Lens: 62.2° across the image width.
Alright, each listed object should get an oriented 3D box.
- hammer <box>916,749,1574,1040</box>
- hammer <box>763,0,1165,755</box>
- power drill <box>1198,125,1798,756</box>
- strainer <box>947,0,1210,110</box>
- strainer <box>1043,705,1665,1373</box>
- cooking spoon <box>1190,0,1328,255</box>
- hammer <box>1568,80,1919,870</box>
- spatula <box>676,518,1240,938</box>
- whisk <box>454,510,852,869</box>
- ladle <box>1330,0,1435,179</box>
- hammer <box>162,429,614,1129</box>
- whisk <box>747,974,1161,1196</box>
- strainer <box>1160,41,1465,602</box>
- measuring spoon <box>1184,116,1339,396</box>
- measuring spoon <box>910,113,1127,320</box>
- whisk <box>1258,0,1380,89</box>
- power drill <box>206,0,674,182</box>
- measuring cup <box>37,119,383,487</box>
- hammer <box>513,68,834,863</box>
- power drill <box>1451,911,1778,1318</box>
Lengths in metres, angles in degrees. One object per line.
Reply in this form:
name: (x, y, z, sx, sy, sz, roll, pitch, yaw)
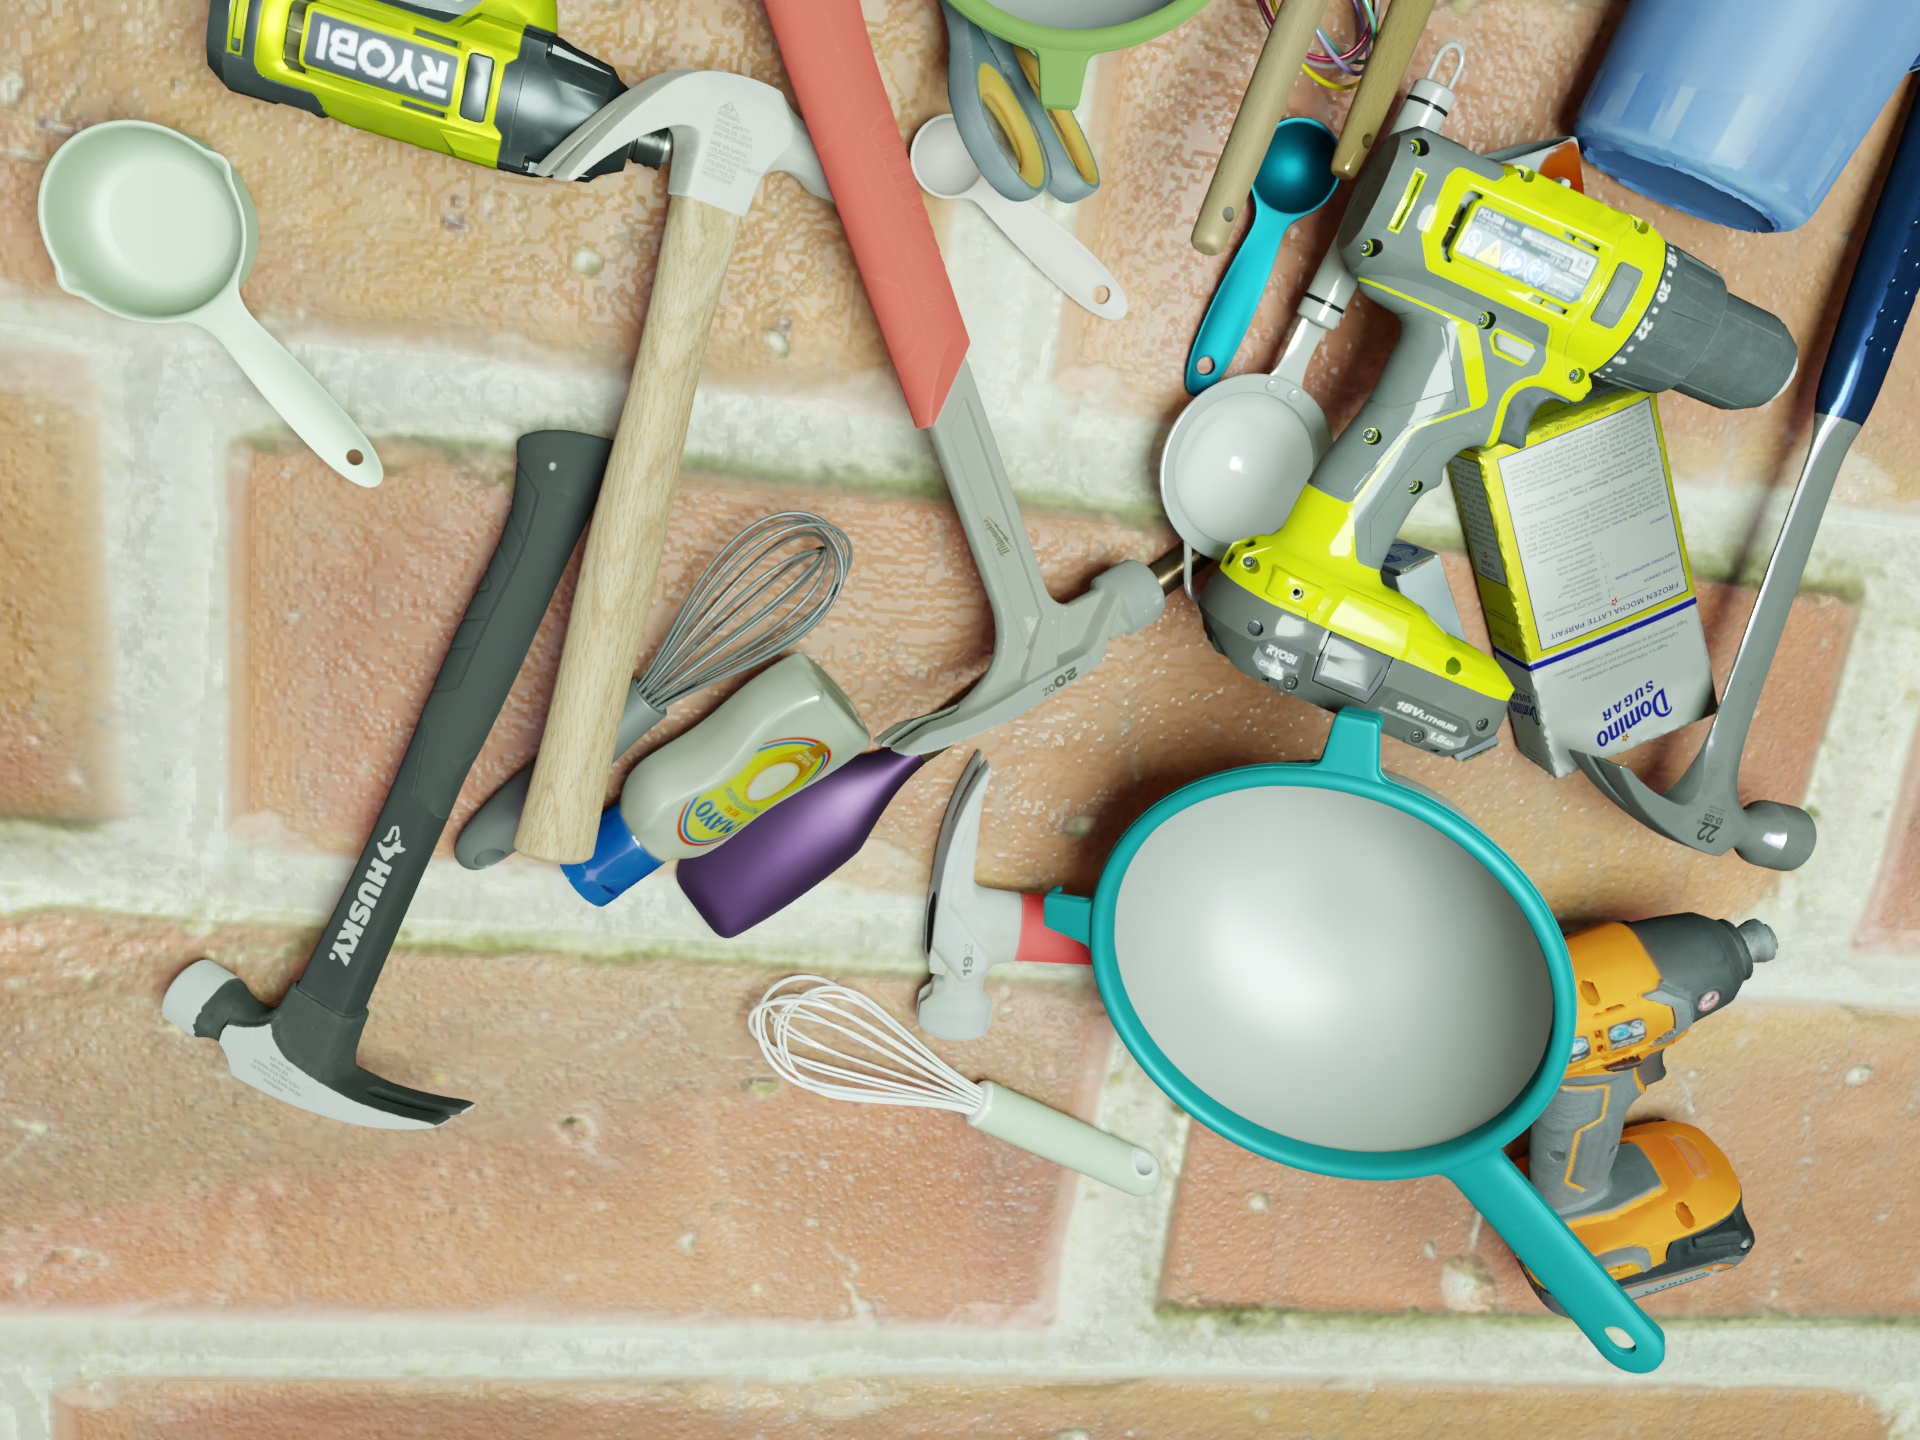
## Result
hammer: (0.176, 0.100, 0.811, 0.386, 0.038, 0.143, 5, 105, -11)
hammer: (-0.027, -0.168, 0.647, 0.149, 0.037, 0.358, -30, 112, -23)
power drill: (0.219, -0.107, 0.669, 0.190, 0.080, 0.228, 22, 106, -6)
strainer: (0.010, -0.373, 0.626, 0.151, 0.069, 0.256, -44, 93, 7)
strainer: (0.213, 0.145, 0.728, 0.340, 0.095, 0.211, 49, 126, -5)
cooking spoon: (0.154, -0.329, 0.631, 0.068, 0.017, 0.319, 26, 83, -32)
hammer: (0.405, -0.132, 0.745, 0.144, 0.035, 0.405, 13, 98, -24)
spatula: (-0.001, -0.002, 0.760, 0.316, 0.018, 0.059, -34, 96, 3)
whisk: (-0.144, -0.010, 0.720, 0.239, 0.055, 0.055, -40, 109, 9)
ladle: (0.217, -0.369, 0.645, 0.069, 0.031, 0.315, 21, 93, -35)
hammer: (-0.229, 0.025, 0.706, 0.146, 0.035, 0.335, 28, 98, 9)
whisk: (0.002, 0.193, 0.813, 0.246, 0.058, 0.059, 28, 136, -19)
strainer: (0.156, -0.174, 0.708, 0.086, 0.050, 0.258, 20, 107, -22)
measuring spoon: (0.130, -0.208, 0.719, 0.042, 0.021, 0.128, 17, 113, -14)
measuring spoon: (0.027, -0.218, 0.700, 0.124, 0.018, 0.034, 36, 99, -25)
whisk: (0.109, -0.371, 0.647, 0.047, 0.051, 0.244, -31, 107, 7)
power drill: (-0.174, -0.327, 0.600, 0.171, 0.080, 0.223, 12, 109, -17)
measuring cup: (-0.295, -0.165, 0.651, 0.083, 0.038, 0.167, -36, 111, 4)
hammer: (-0.134, -0.099, 0.656, 0.130, 0.031, 0.331, 8, 102, -40)
power drill: (0.344, 0.196, 0.819, 0.164, 0.084, 0.226, -20, 122, 5)
